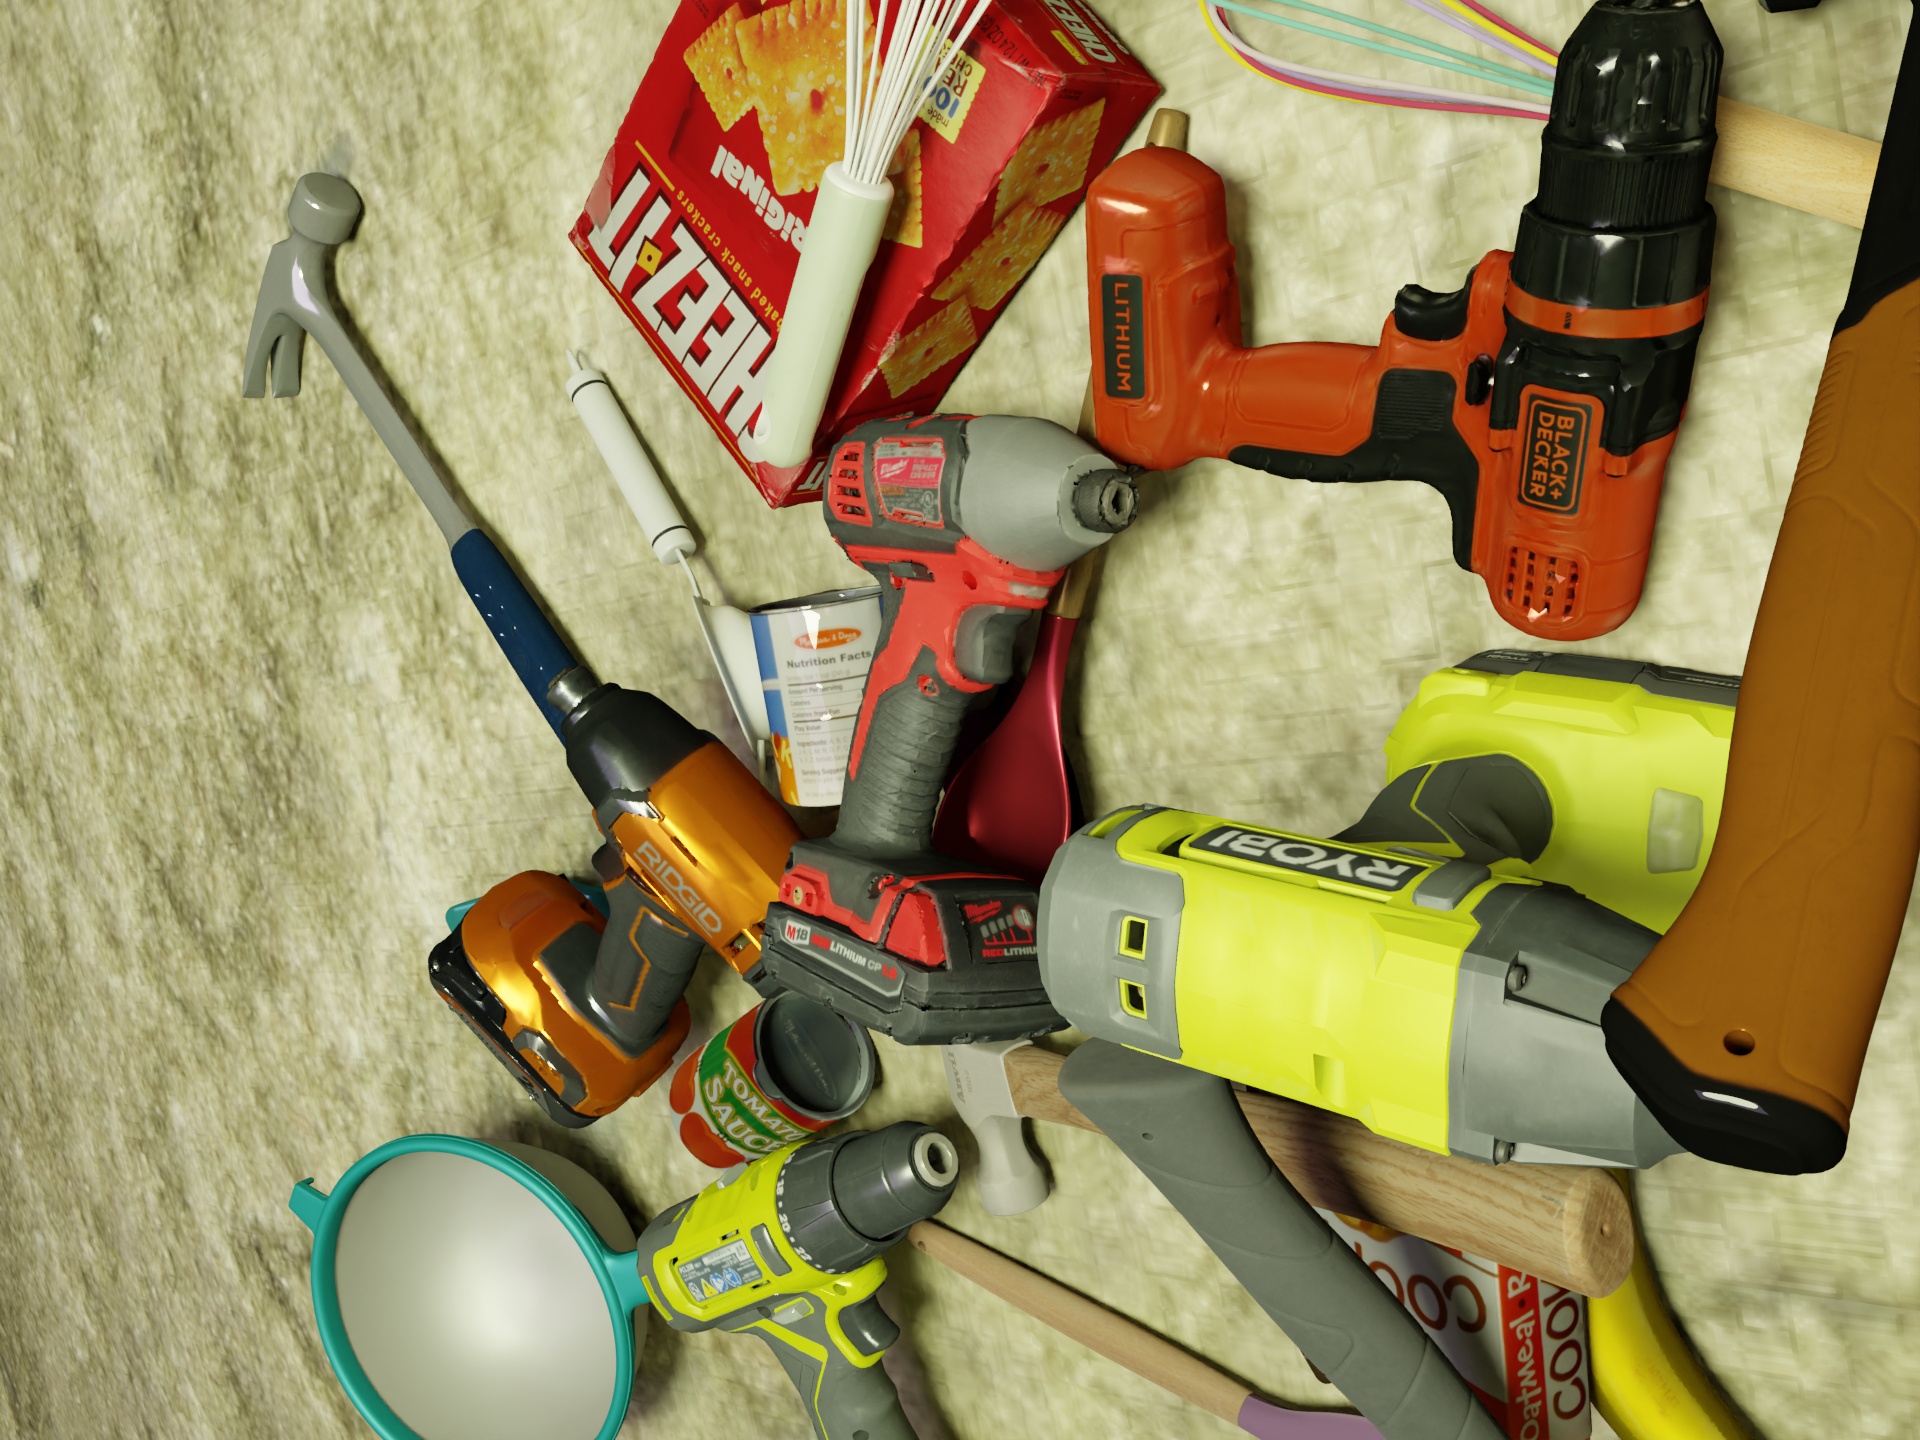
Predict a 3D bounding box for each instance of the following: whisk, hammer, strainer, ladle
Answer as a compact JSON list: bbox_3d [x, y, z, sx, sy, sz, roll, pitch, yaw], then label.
[{"bbox_3d":[-0.031,-0.189,0.535,0.058,0.059,0.246,-109,32,-44],"label":"whisk"},{"bbox_3d":[0.168,0.242,0.481,0.149,0.036,0.408,-32,105,35],"label":"hammer"},{"bbox_3d":[-0.272,-0.099,0.855,0.406,0.035,0.144,54,128,15],"label":"hammer"},{"bbox_3d":[-0.128,-0.076,0.740,0.259,0.050,0.086,59,174,17],"label":"strainer"},{"bbox_3d":[0.042,-0.066,0.601,0.069,0.031,0.315,28,113,41],"label":"ladle"},{"bbox_3d":[0.086,0.142,0.565,0.331,0.031,0.130,-5,101,58],"label":"hammer"},{"bbox_3d":[0.170,-0.188,0.463,0.245,0.051,0.047,31,114,26],"label":"whisk"},{"bbox_3d":[-0.201,0.301,0.885,0.340,0.095,0.211,-20,91,21],"label":"strainer"},{"bbox_3d":[0.204,-0.068,0.331,0.127,0.034,0.337,8,64,36],"label":"hammer"}]

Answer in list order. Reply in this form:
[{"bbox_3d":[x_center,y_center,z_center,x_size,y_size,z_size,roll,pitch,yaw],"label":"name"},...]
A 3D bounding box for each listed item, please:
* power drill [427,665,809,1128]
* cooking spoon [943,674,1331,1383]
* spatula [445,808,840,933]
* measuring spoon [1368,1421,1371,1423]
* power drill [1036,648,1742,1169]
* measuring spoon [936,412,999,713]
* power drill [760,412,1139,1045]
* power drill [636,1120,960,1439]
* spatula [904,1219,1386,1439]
[{"bbox_3d":[-0.158,0.081,0.726,0.164,0.084,0.226,48,132,0],"label":"power drill"},{"bbox_3d":[0.072,0.117,0.643,0.068,0.017,0.319,-35,79,39],"label":"cooking spoon"},{"bbox_3d":[-0.143,0.087,0.795,0.317,0.044,0.082,-22,102,39],"label":"spatula"},{"bbox_3d":[0.180,0.266,0.603,0.021,0.011,0.117,54,132,14],"label":"measuring spoon"},{"bbox_3d":[0.151,0.044,0.421,0.171,0.223,0.080,10,109,37],"label":"power drill"},{"bbox_3d":[-0.006,-0.064,0.649,0.034,0.018,0.124,-4,92,41],"label":"measuring spoon"},{"bbox_3d":[-0.001,-0.002,0.578,0.143,0.078,0.219,11,96,50],"label":"power drill"},{"bbox_3d":[-0.030,0.294,0.718,0.190,0.080,0.228,-34,87,36],"label":"power drill"},{"bbox_3d":[0.097,0.273,0.662,0.316,0.018,0.059,15,116,38],"label":"spatula"}]
